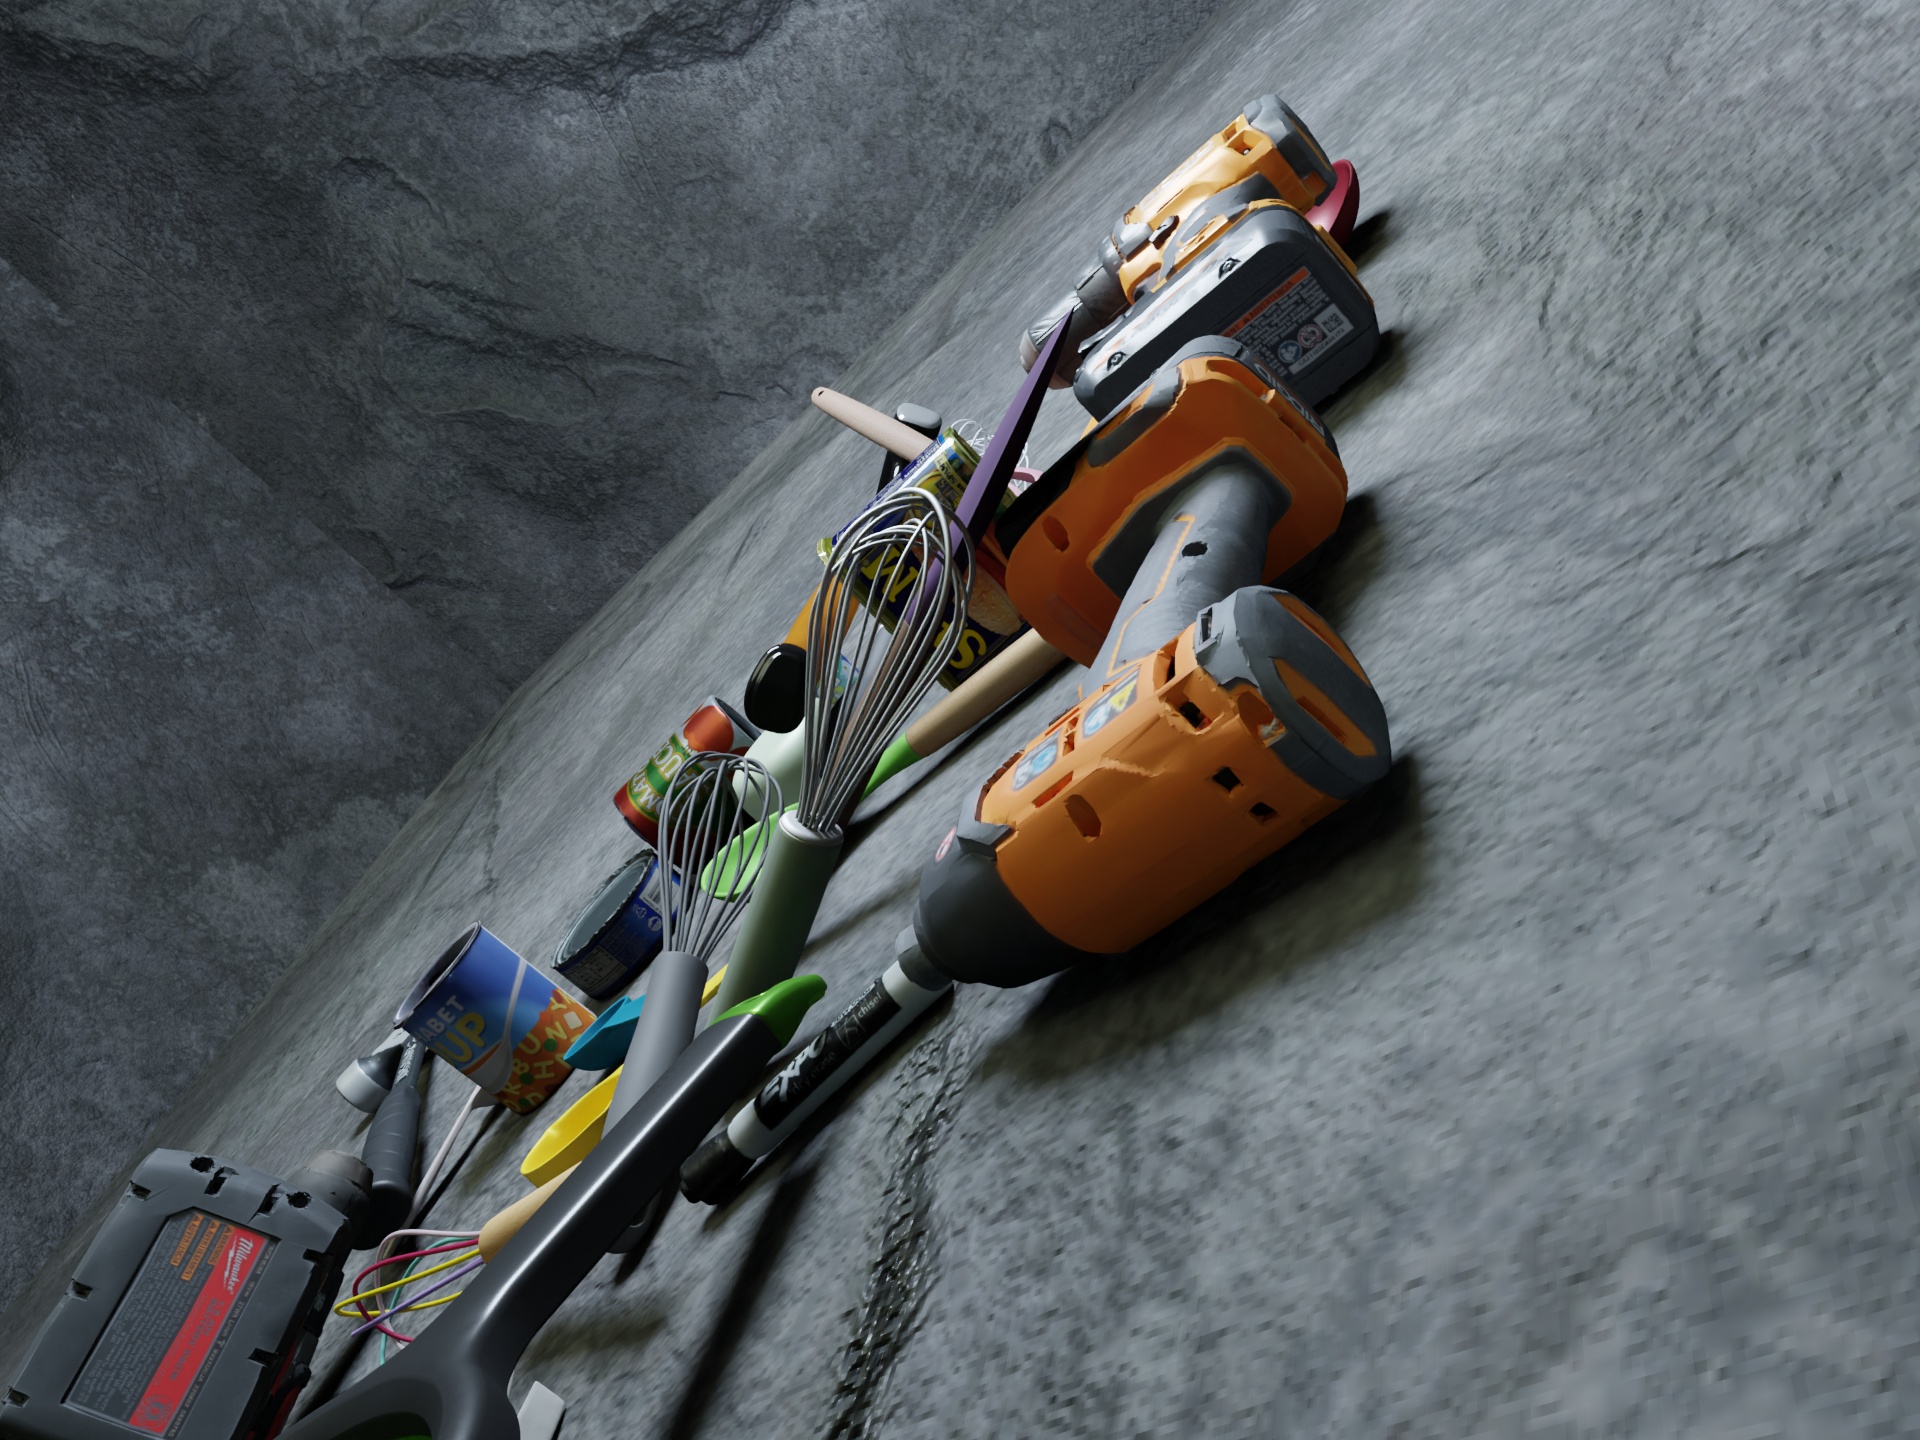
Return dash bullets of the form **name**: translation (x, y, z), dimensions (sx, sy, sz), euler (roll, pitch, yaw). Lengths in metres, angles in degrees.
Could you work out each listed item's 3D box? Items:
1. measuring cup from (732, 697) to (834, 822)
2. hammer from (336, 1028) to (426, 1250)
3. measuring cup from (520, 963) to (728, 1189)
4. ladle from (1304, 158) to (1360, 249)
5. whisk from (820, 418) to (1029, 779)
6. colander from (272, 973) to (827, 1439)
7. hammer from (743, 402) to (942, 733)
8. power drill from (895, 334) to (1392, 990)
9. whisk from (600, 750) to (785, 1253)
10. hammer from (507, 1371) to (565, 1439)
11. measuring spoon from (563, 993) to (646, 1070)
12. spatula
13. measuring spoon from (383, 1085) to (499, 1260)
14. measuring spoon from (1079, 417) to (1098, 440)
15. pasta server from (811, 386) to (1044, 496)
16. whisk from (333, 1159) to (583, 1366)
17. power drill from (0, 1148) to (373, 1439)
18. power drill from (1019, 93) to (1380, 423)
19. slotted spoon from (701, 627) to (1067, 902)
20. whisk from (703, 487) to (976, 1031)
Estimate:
- **measuring cup**: translation (-0.073, -0.010, 0.886), dimensions (0.083, 0.038, 0.168), euler (-28, 26, 49)
- **hammer**: translation (-0.344, 0.233, 0.991), dimensions (0.149, 0.036, 0.409), euler (-48, 14, -8)
- **measuring cup**: translation (-0.121, 0.145, 0.677), dimensions (0.062, 0.029, 0.156), euler (-29, 11, 50)
- **ladle**: translation (0.101, -0.164, 0.838), dimensions (0.315, 0.031, 0.069), euler (-47, 20, 6)
- **whisk**: translation (-0.022, -0.072, 0.885), dimensions (0.070, 0.070, 0.285), euler (-31, 28, 45)
- **colander**: translation (-0.125, 0.212, 0.409), dimensions (0.204, 0.094, 0.397), euler (-30, 10, 39)
- **hammer**: translation (-0.067, -0.077, 0.919), dimensions (0.337, 0.034, 0.127), euler (-71, 0, -61)
- **power drill**: translation (0.051, -0.016, 0.508), dimensions (0.164, 0.084, 0.227), euler (-40, 20, 31)
- **whisk**: translation (-0.113, 0.104, 0.653), dimensions (0.055, 0.055, 0.239), euler (-35, 33, 37)
- **hammer**: translation (-0.286, 0.345, 0.583), dimensions (0.410, 0.038, 0.146), euler (-35, 18, 37)
- **measuring spoon**: translation (-0.147, 0.141, 0.732), dimensions (0.042, 0.021, 0.128), euler (-49, 11, -36)
- **spatula**: translation (-0.025, -0.018, 0.623), dimensions (0.315, 0.018, 0.060), euler (-63, 2, 27)
- **measuring spoon**: translation (-0.275, 0.238, 0.867), dimensions (0.034, 0.018, 0.124), euler (-39, 22, 55)
- **measuring spoon**: translation (0.085, -0.167, 0.831), dimensions (0.021, 0.011, 0.117), euler (4, 55, 52)
- **pasta server**: translation (-0.020, -0.147, 0.899), dimensions (0.060, 0.040, 0.316), euler (-40, 33, -6)
- **whisk**: translation (-0.185, 0.206, 0.607), dimensions (0.245, 0.047, 0.051), euler (-38, 25, 44)
- **power drill**: translation (-0.304, 0.249, 0.666), dimensions (0.226, 0.080, 0.188), euler (120, 171, -55)
- **power drill**: translation (0.101, -0.194, 0.757), dimensions (0.185, 0.084, 0.226), euler (-37, 25, 25)
- **slotted spoon**: translation (-0.001, -0.002, 0.707), dimensions (0.313, 0.031, 0.070), euler (-37, 18, 25)
- **whisk**: translation (-0.052, 0.032, 0.577), dimensions (0.059, 0.057, 0.246), euler (42, 117, 47)
